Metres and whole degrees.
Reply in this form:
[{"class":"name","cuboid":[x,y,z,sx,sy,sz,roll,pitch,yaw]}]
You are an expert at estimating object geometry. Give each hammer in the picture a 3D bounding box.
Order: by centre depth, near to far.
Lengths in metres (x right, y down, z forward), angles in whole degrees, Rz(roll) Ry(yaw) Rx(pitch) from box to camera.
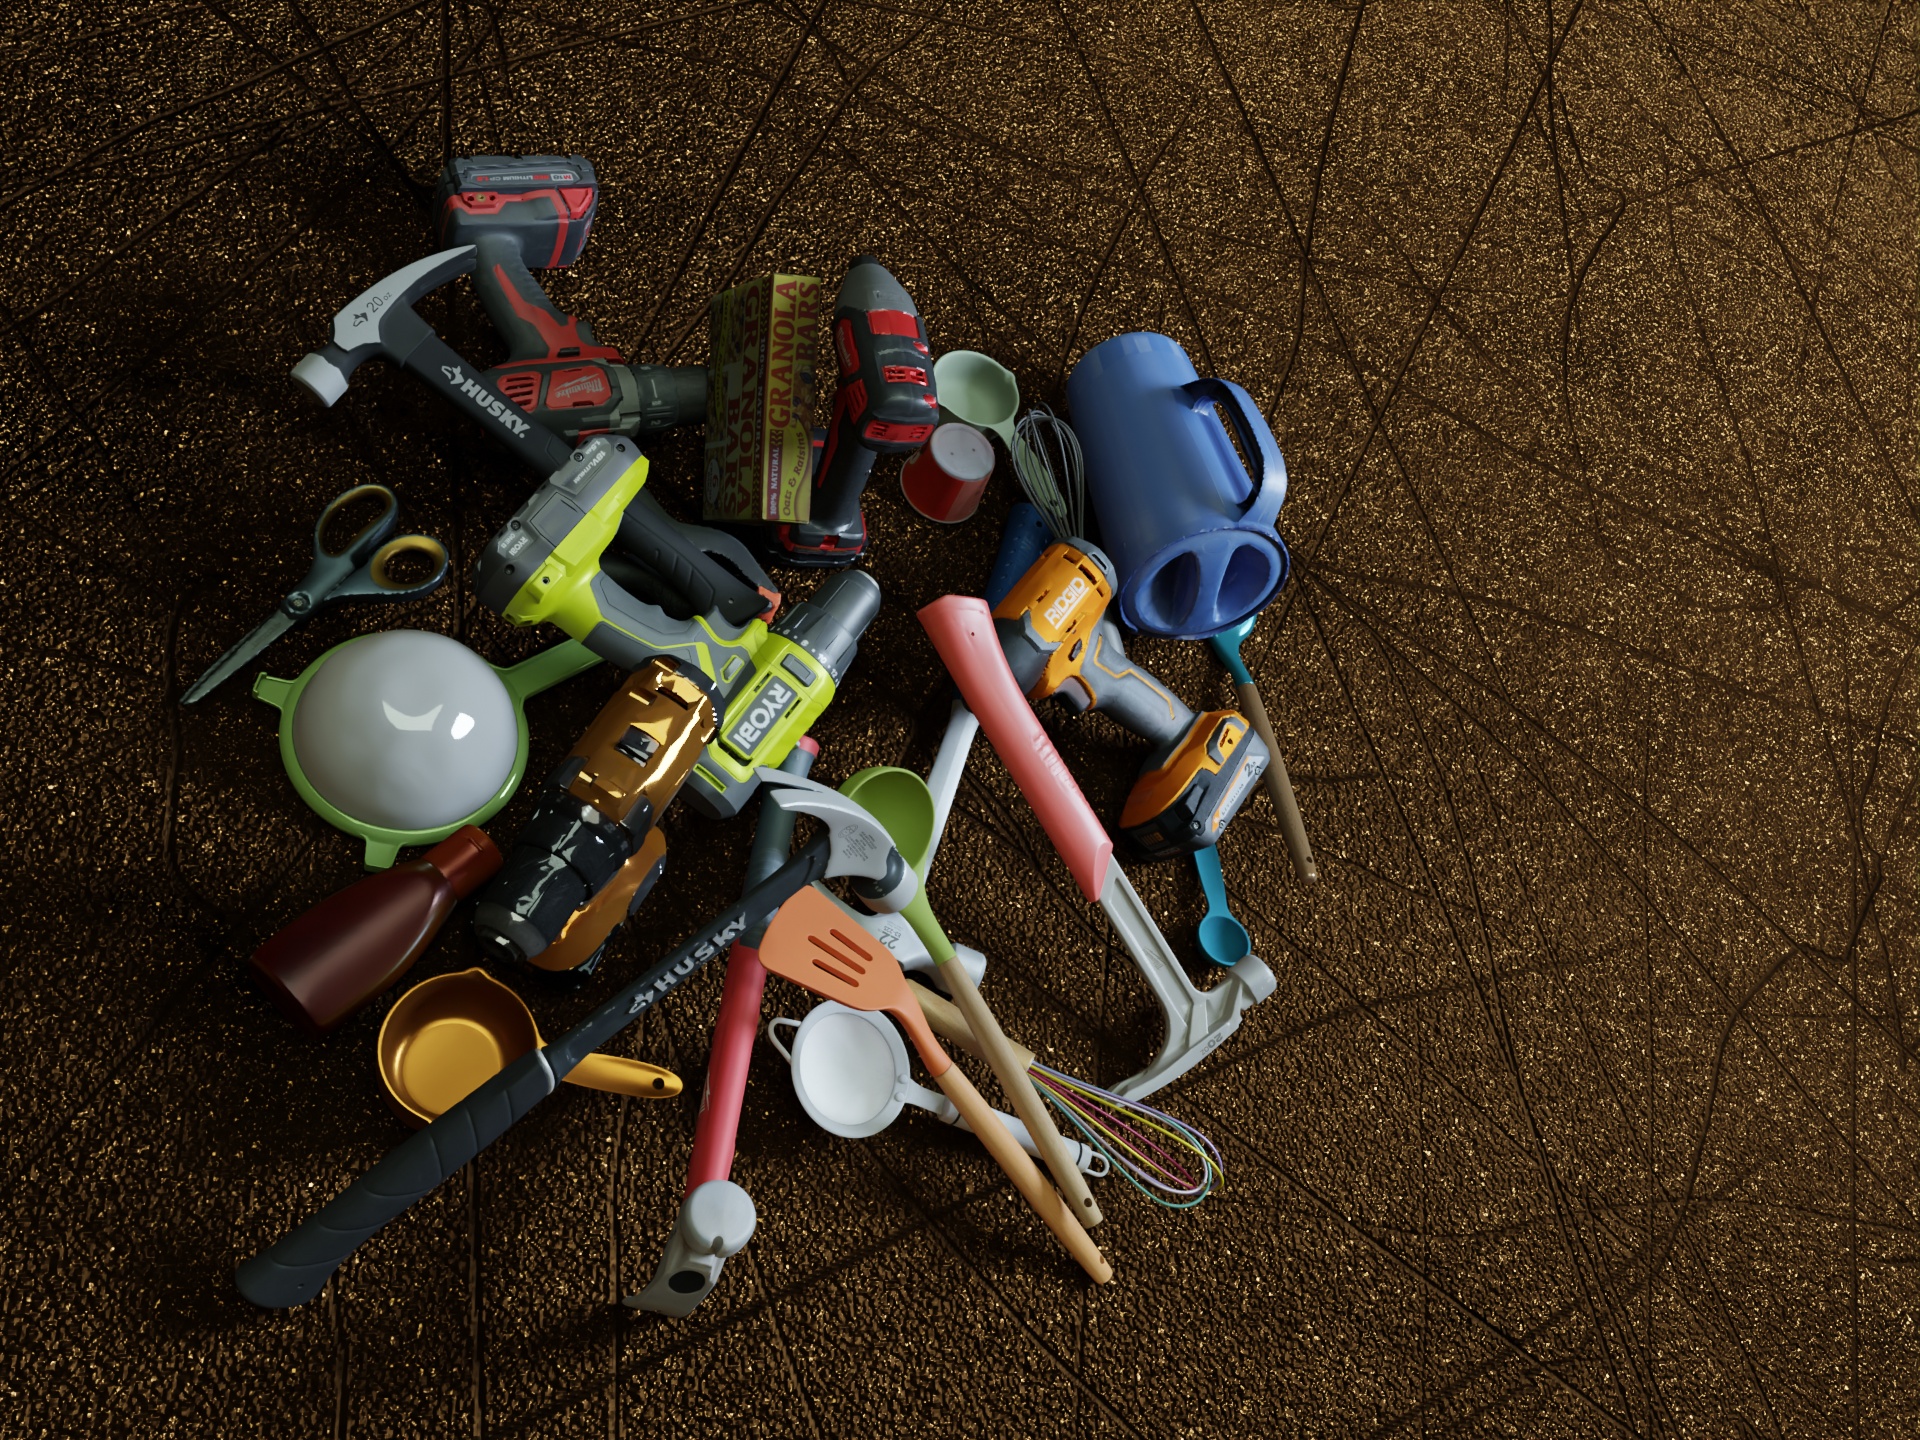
[{"class":"hammer","cuboid":[-0.210,0.174,0.849,0.409,0.149,0.036,-38,54,-5]},{"class":"hammer","cuboid":[-0.138,0.166,0.985,0.038,0.143,0.387,20,46,-15]},{"class":"hammer","cuboid":[-0.267,-0.176,1.076,0.334,0.035,0.146,39,72,-7]},{"class":"hammer","cuboid":[0.069,0.077,1.076,0.149,0.037,0.359,-33,95,-18]},{"class":"hammer","cuboid":[-0.002,-0.004,1.160,0.144,0.035,0.406,26,56,-10]}]

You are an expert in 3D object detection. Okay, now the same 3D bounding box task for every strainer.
[{"class":"strainer","cuboid":[-0.303,-0.025,1.016,0.256,0.069,0.151,-30,78,-32]},{"class":"strainer","cuboid":[-0.015,0.247,1.017,0.258,0.050,0.087,25,56,-17]}]

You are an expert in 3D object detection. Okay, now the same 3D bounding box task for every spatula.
[{"class":"spatula","cuboid":[-0.005,0.235,0.983,0.322,0.041,0.081,54,30,-15]},{"class":"spatula","cuboid":[0.234,-0.012,1.246,0.082,0.044,0.318,10,48,-24]}]

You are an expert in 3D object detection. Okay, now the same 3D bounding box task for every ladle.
[{"class":"ladle","cuboid":[0.009,0.173,1.011,0.078,0.062,0.320,-24,76,-29]}]

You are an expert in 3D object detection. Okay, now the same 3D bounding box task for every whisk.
[{"class":"whisk","cuboid":[0.061,0.242,1.038,0.245,0.047,0.051,30,82,8]},{"class":"whisk","cuboid":[0.091,-0.130,1.232,0.055,0.055,0.239,-18,92,-31]}]

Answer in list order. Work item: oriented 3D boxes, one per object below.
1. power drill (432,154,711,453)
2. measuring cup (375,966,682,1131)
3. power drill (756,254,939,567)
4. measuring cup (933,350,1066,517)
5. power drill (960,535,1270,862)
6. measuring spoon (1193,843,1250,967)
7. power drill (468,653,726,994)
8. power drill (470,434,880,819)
[{"class":"power drill","cuboid":[-0.281,-0.302,1.175,0.188,0.080,0.227,-12,72,-28]},{"class":"measuring cup","cuboid":[-0.252,0.205,0.927,0.173,0.052,0.095,15,58,-18]},{"class":"power drill","cuboid":[-0.083,-0.215,1.125,0.078,0.219,0.143,-1,64,-25]},{"class":"measuring cup","cuboid":[0.031,-0.224,1.294,0.083,0.038,0.168,-27,78,-33]},{"class":"power drill","cuboid":[0.105,-0.004,1.157,0.226,0.084,0.164,47,57,-10]},{"class":"measuring spoon","cuboid":[0.185,0.129,1.187,0.042,0.021,0.129,8,52,-19]},{"class":"power drill","cuboid":[-0.219,0.082,0.900,0.084,0.226,0.185,33,55,-5]},{"class":"power drill","cuboid":[-0.177,-0.075,1.031,0.228,0.080,0.190,41,70,-11]}]
